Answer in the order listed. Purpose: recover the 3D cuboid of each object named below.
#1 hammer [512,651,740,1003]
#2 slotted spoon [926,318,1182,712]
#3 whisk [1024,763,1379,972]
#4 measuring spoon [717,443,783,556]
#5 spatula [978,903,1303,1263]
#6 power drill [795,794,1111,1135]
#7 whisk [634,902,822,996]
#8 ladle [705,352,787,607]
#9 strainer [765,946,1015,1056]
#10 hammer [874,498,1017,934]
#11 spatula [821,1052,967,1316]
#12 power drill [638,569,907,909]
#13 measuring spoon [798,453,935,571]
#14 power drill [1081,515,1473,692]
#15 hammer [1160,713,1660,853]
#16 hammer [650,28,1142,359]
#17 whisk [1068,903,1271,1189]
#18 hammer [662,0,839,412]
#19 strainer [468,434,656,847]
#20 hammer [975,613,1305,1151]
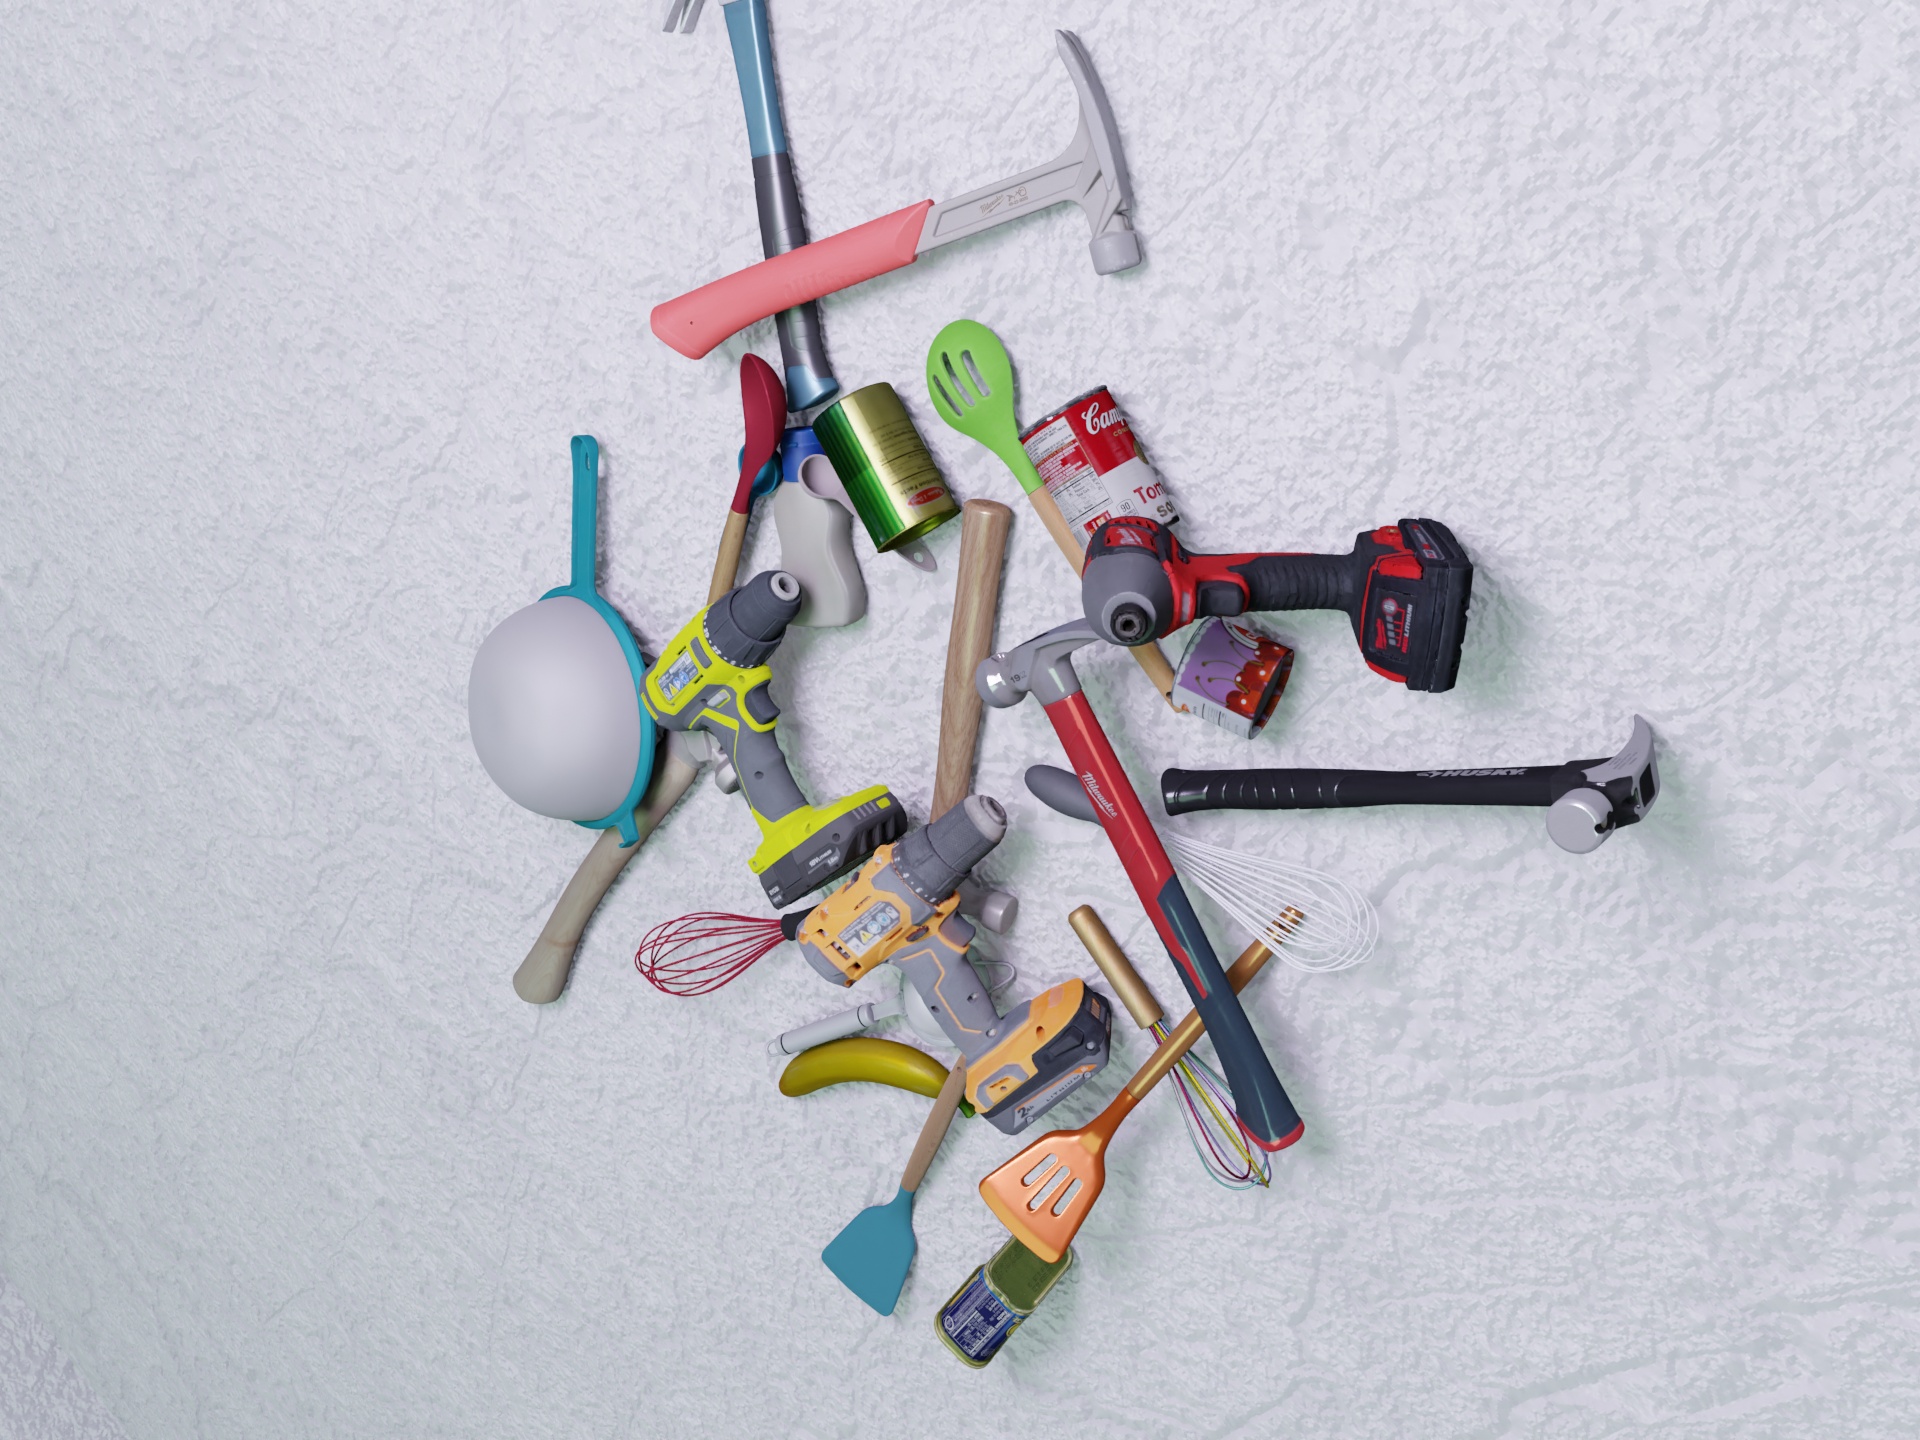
[{"bbox_3d":[-0.324,0.119,1.430,0.146,0.038,0.410,46,125,11],"label":"hammer"},{"bbox_3d":[0.068,-0.138,1.097,0.070,0.031,0.314,-34,90,36],"label":"slotted spoon"},{"bbox_3d":[0.160,0.096,1.106,0.285,0.070,0.070,27,120,30],"label":"whisk"},{"bbox_3d":[-0.164,-0.166,1.240,0.042,0.021,0.128,45,134,17],"label":"measuring spoon"},{"bbox_3d":[0.137,0.254,1.143,0.081,0.041,0.322,43,108,16],"label":"spatula"},{"bbox_3d":[0.016,0.176,1.177,0.185,0.084,0.226,-42,99,18],"label":"power drill"},{"bbox_3d":[-0.159,0.179,1.340,0.296,0.073,0.073,-19,97,29],"label":"whisk"},{"bbox_3d":[-0.175,-0.141,1.224,0.069,0.031,0.315,59,143,38],"label":"ladle"},{"bbox_3d":[-0.070,0.240,1.300,0.258,0.050,0.087,-25,70,33],"label":"strainer"},{"bbox_3d":[-0.002,-0.004,1.187,0.130,0.031,0.331,19,116,25],"label":"hammer"},{"bbox_3d":[-0.041,0.383,1.335,0.082,0.044,0.317,36,131,19],"label":"spatula"},{"bbox_3d":[-0.140,0.011,1.214,0.190,0.080,0.228,-37,81,44],"label":"power drill"},{"bbox_3d":[-0.069,-0.147,1.161,0.124,0.034,0.018,38,149,-13],"label":"measuring spoon"},{"bbox_3d":[0.181,-0.074,0.944,0.219,0.143,0.078,4,112,6],"label":"power drill"},{"bbox_3d":[0.266,0.040,0.999,0.335,0.146,0.035,-3,106,44],"label":"hammer"},{"bbox_3d":[-0.061,-0.327,1.071,0.359,0.037,0.149,-12,104,27],"label":"hammer"},{"bbox_3d":[0.154,0.243,1.179,0.051,0.047,0.245,-38,82,24],"label":"whisk"},{"bbox_3d":[-0.131,-0.385,1.123,0.128,0.033,0.331,1,108,31],"label":"hammer"},{"bbox_3d":[-0.346,-0.065,1.313,0.211,0.095,0.340,24,115,40],"label":"strainer"},{"bbox_3d":[0.144,0.113,1.063,0.143,0.038,0.386,-21,98,52],"label":"hammer"}]
